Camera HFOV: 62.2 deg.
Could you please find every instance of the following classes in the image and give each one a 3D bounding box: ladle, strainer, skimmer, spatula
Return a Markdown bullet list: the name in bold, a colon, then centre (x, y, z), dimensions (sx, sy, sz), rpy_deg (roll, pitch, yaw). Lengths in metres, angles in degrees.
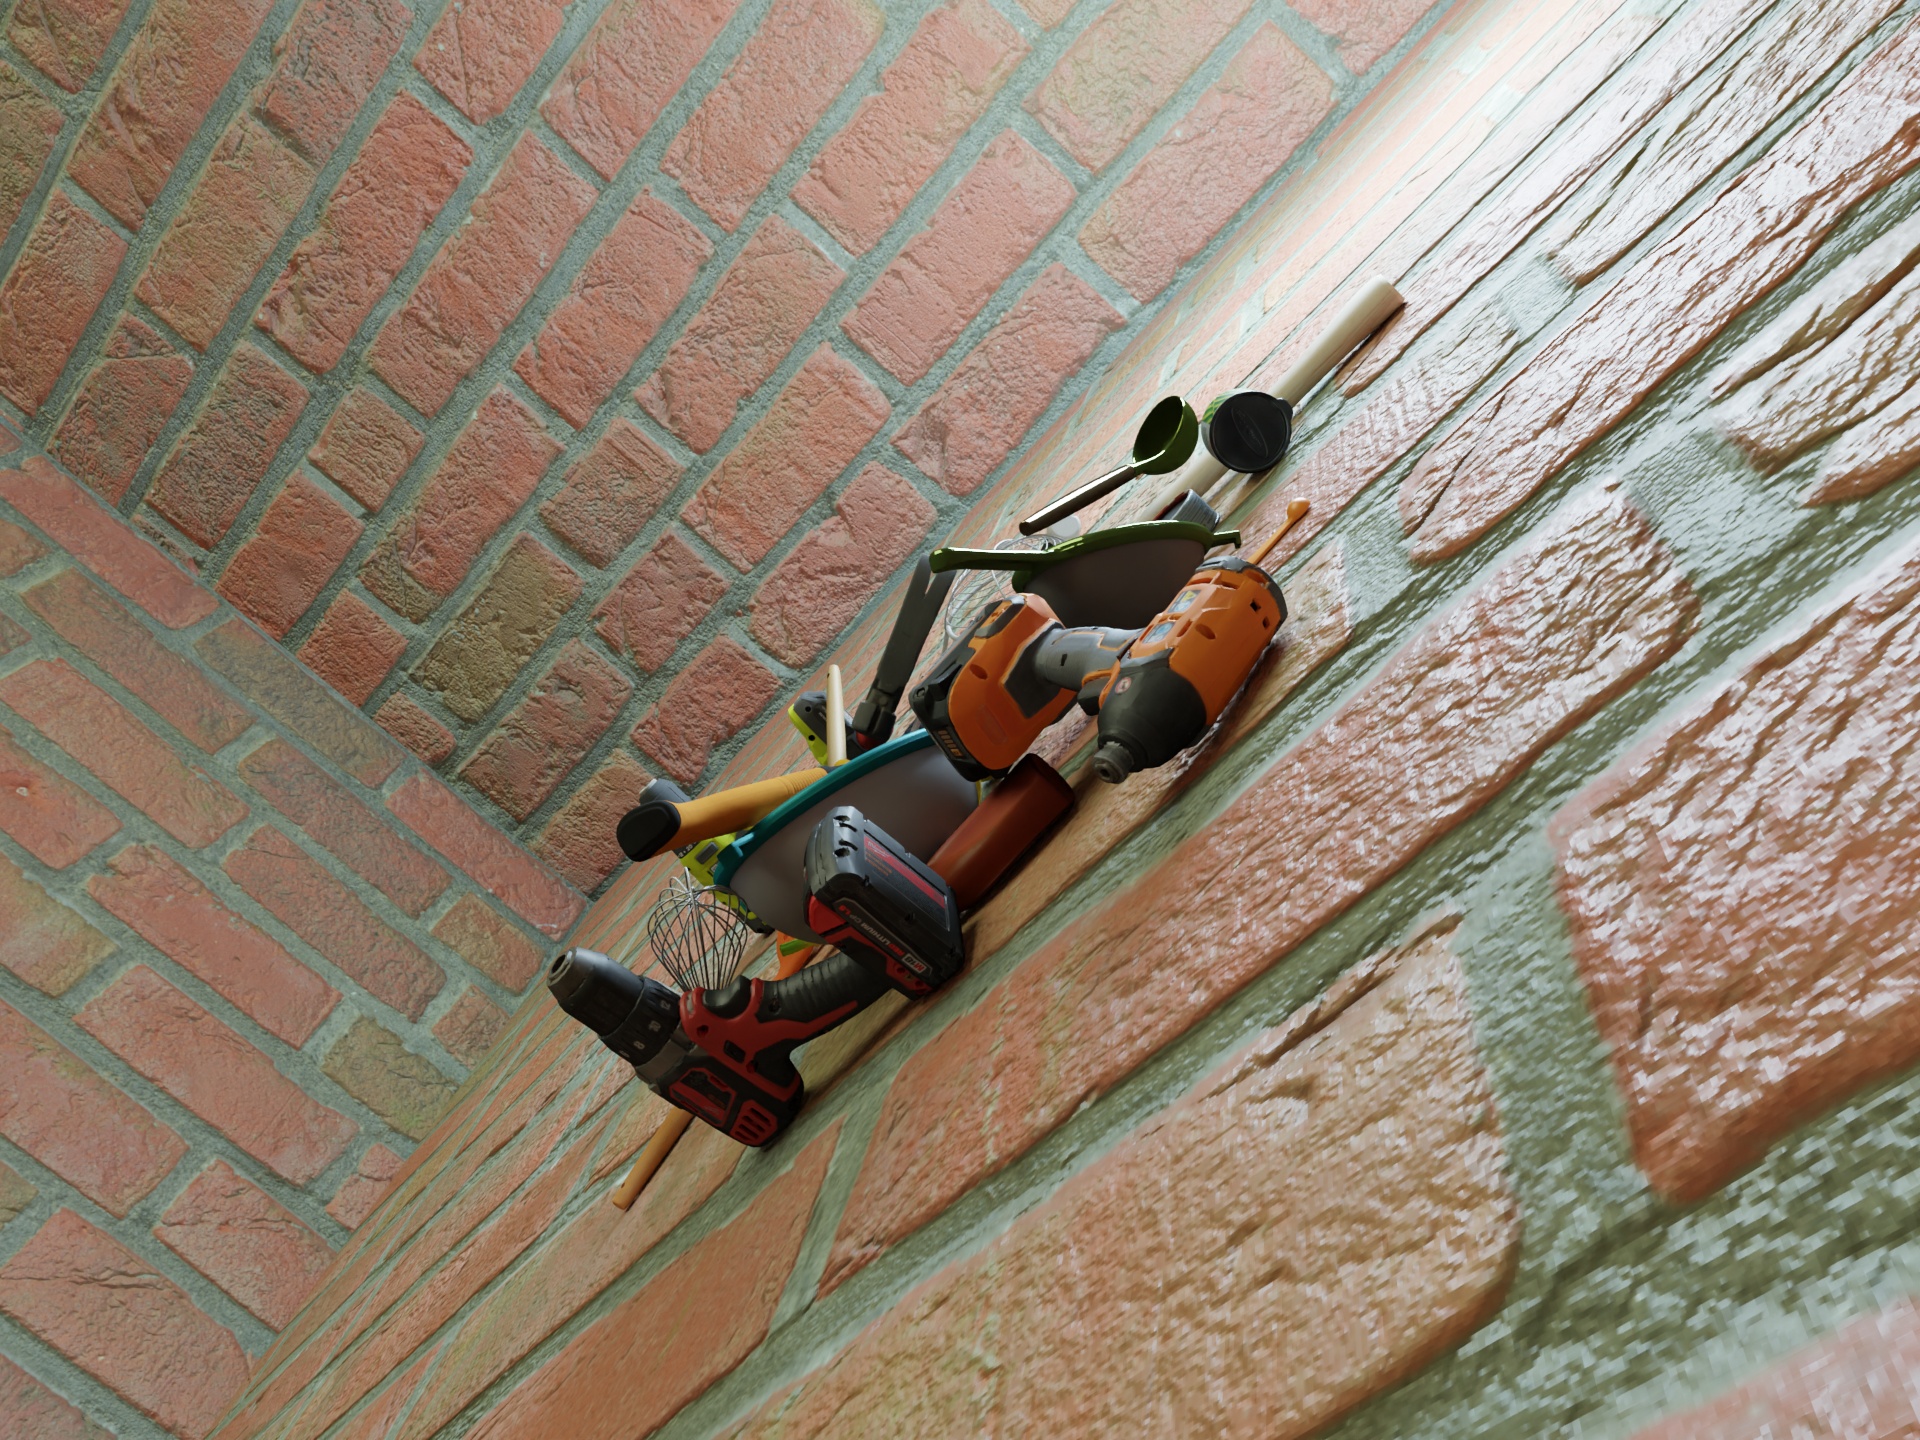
- **ladle**: centre (0.126, -0.220, 1.395), dimensions (0.078, 0.062, 0.320), rpy_deg (-46, -7, 39)
- **strainer**: centre (0.079, -0.087, 1.123), dimensions (0.256, 0.069, 0.151), rpy_deg (-4, -13, -45)
- **ladle**: centre (-0.116, 0.060, 1.483), dimensions (0.069, 0.031, 0.316), rpy_deg (-47, 33, 34)
- **strainer**: centre (-0.008, 0.067, 1.147), dimensions (0.340, 0.095, 0.211), rpy_deg (-29, -13, -11)
- **skimmer**: centre (-0.002, -0.004, 1.362), dimensions (0.127, 0.090, 0.363), rpy_deg (-74, 6, -58)
- **spatula**: centre (-0.197, 0.261, 1.327), dimensions (0.081, 0.041, 0.323), rpy_deg (-17, 33, 52)

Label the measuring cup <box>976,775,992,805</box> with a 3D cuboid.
- **measuring cup**: centre (0.018, 0.054, 1.259), dimensions (0.062, 0.029, 0.157), rpy_deg (-34, 27, 27)

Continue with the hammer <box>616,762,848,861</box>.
- **hammer**: centre (-0.115, 0.051, 1.125), dimensions (0.127, 0.034, 0.337), rpy_deg (-40, -14, 33)

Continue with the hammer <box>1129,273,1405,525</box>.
- **hammer**: centre (0.223, -0.222, 1.384), dimensions (0.410, 0.038, 0.146), rpy_deg (-45, 11, 20)

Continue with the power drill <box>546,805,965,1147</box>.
- **power drill**: centre (-0.129, 0.157, 1.005), dimensions (0.226, 0.187, 0.080), rpy_deg (-42, 24, 17)

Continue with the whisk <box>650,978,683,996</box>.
- **whisk**: centre (-0.218, 0.242, 1.317), dimensions (0.246, 0.057, 0.059), rpy_deg (-9, 77, 44)

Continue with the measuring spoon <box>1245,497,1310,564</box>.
- **measuring spoon**: centre (0.201, -0.114, 1.115), dimensions (0.117, 0.011, 0.021), rpy_deg (-47, 9, 11)

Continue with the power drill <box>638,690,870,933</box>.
- **power drill**: centre (-0.194, 0.078, 1.617), dimensions (0.228, 0.190, 0.080), rpy_deg (-44, 8, 3)

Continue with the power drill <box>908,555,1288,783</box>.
- **power drill**: centre (0.072, -0.019, 0.973), dimensions (0.226, 0.084, 0.164), rpy_deg (-6, 36, 50)

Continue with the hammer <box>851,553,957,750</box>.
- **hammer**: centre (-0.060, -0.033, 1.387), dimensions (0.359, 0.036, 0.149), rpy_deg (125, 167, -80)

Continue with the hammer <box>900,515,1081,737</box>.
- **hammer**: centre (0.009, -0.045, 1.516), dimensions (0.335, 0.035, 0.146), rpy_deg (-53, -10, -18)

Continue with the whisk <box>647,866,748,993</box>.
- **whisk**: centre (-0.182, 0.202, 1.146), dimensions (0.070, 0.070, 0.284), rpy_deg (-55, -19, -36)
